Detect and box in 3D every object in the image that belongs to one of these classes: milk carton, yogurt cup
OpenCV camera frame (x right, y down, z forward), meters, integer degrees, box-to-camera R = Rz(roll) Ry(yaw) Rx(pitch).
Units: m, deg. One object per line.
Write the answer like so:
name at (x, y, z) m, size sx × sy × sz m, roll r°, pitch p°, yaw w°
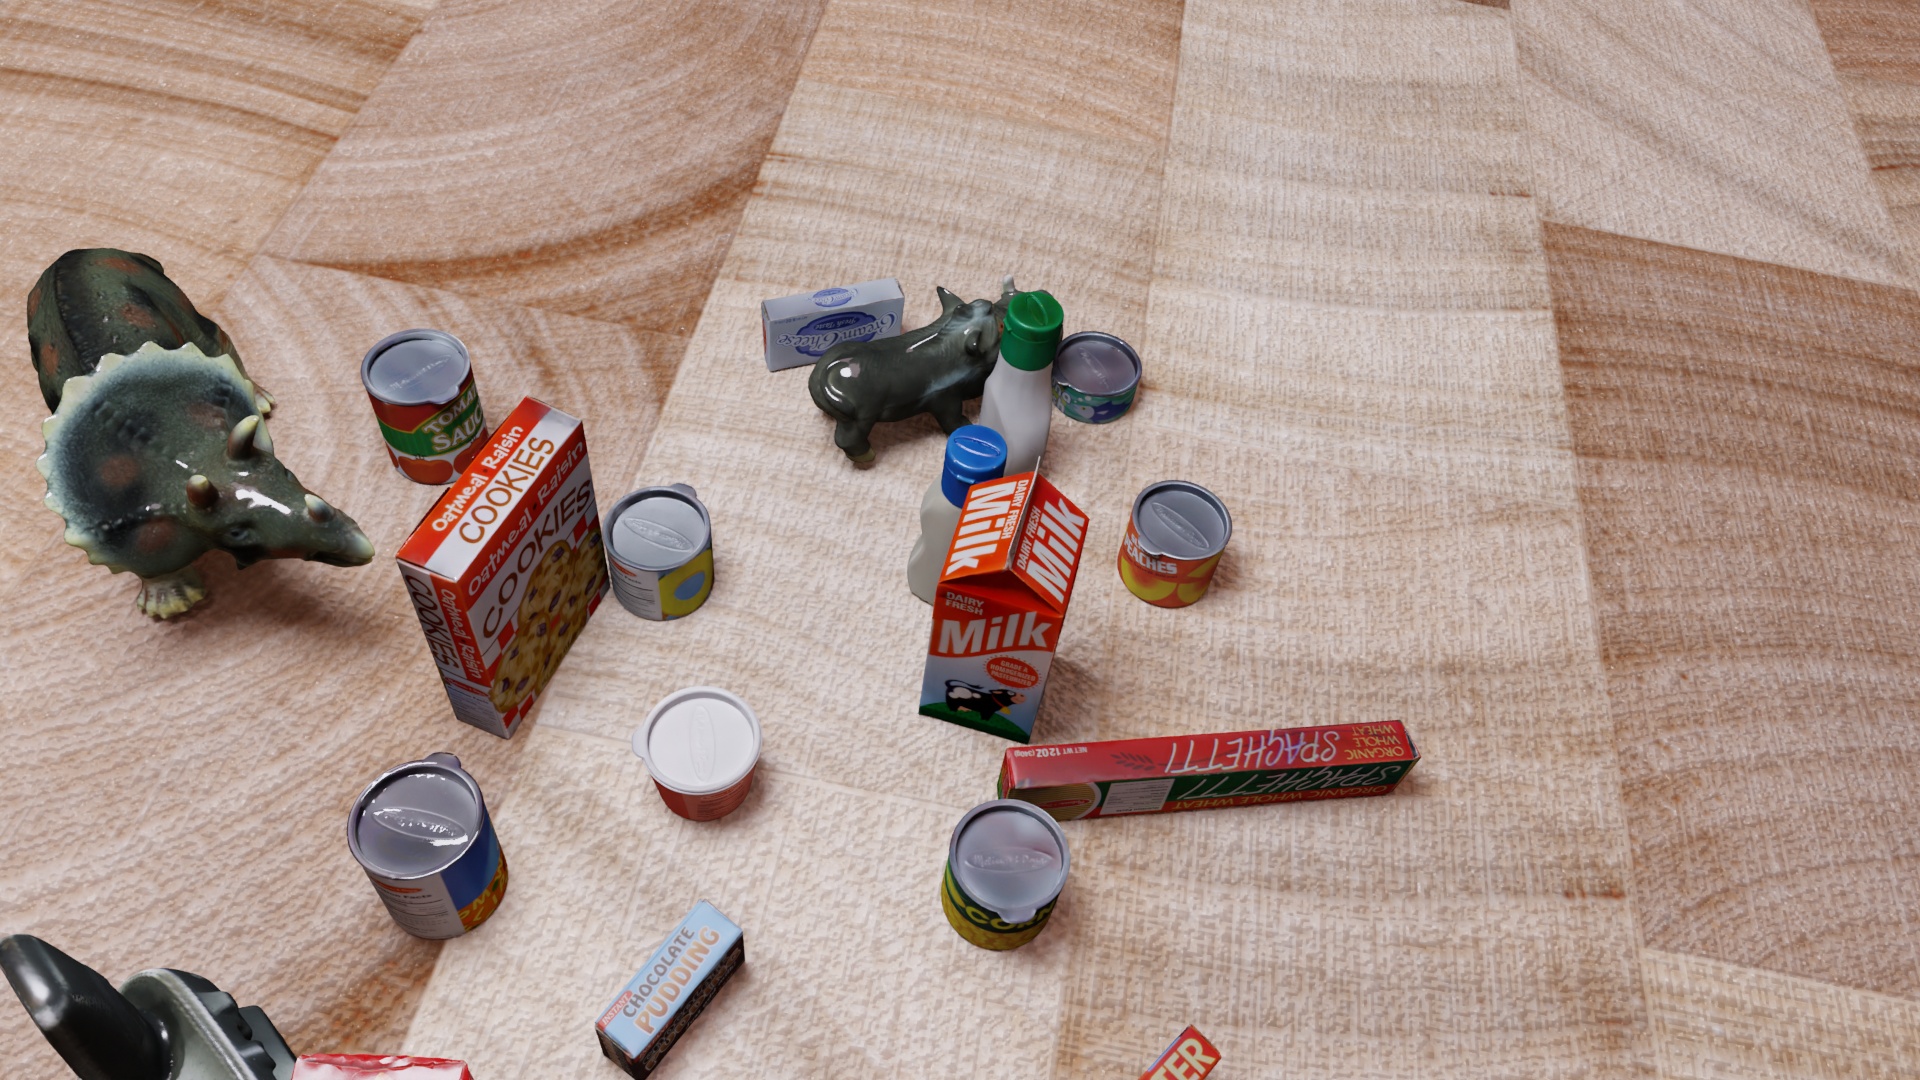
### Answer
milk carton at (0.025, 0.036, 0.803) m, size 0.073 × 0.189 × 0.073 m, roll 15°, pitch 53°, yaw 4°
yogurt cup at (-0.148, 0.126, 0.799) m, size 0.072 × 0.053 × 0.073 m, roll 4°, pitch 53°, yaw -5°

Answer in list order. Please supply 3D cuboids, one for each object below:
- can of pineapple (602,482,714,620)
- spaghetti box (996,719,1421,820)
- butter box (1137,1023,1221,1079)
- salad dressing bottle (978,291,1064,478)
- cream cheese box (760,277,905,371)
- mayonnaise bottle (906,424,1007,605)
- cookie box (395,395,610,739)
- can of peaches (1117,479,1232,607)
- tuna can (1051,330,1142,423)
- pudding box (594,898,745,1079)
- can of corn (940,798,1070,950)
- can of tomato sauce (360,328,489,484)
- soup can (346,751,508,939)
can of pineapple at (-0.189, 0.007, 0.880) m, size 0.071 × 0.057 × 0.071 m, roll 4°, pitch 53°, yaw -5°
spaghetti box at (0.147, 0.138, 0.829) m, size 0.250 × 0.050 × 0.029 m, roll -3°, pitch 54°, yaw -9°
butter box at (0.087, 0.295, 0.702) m, size 0.104 × 0.052 × 0.024 m, roll -36°, pitch 65°, yaw -29°
salad dressing bottle at (0.040, -0.102, 0.935) m, size 0.044 × 0.146 × 0.064 m, roll -11°, pitch 56°, yaw -15°
cream cheese box at (-0.094, -0.159, 1.019) m, size 0.104 × 0.053 × 0.024 m, roll -14°, pitch 56°, yaw -17°
mayonnaise bottle at (0.003, -0.011, 0.862) m, size 0.065 × 0.147 × 0.041 m, roll 19°, pitch 53°, yaw 7°
cookie box at (-0.255, 0.018, 0.795) m, size 0.040 × 0.166 × 0.123 m, roll 20°, pitch 54°, yaw 8°
can of peaches at (0.140, 0.004, 0.924) m, size 0.071 × 0.057 × 0.071 m, roll 4°, pitch 53°, yaw -5°
tuna can at (0.097, -0.120, 1.027) m, size 0.071 × 0.032 × 0.071 m, roll 4°, pitch 53°, yaw -5°
pudding box at (-0.149, 0.233, 0.721) m, size 0.030 × 0.049 × 0.084 m, roll 32°, pitch 56°, yaw 16°
can of corn at (0.024, 0.189, 0.771) m, size 0.071 × 0.058 × 0.071 m, roll 4°, pitch 53°, yaw -5°
can of tomato sauce at (-0.348, -0.086, 0.914) m, size 0.071 × 0.082 × 0.071 m, roll 4°, pitch 53°, yaw -5°
soup can at (-0.278, 0.162, 0.736) m, size 0.071 × 0.083 × 0.072 m, roll 4°, pitch 53°, yaw -5°
